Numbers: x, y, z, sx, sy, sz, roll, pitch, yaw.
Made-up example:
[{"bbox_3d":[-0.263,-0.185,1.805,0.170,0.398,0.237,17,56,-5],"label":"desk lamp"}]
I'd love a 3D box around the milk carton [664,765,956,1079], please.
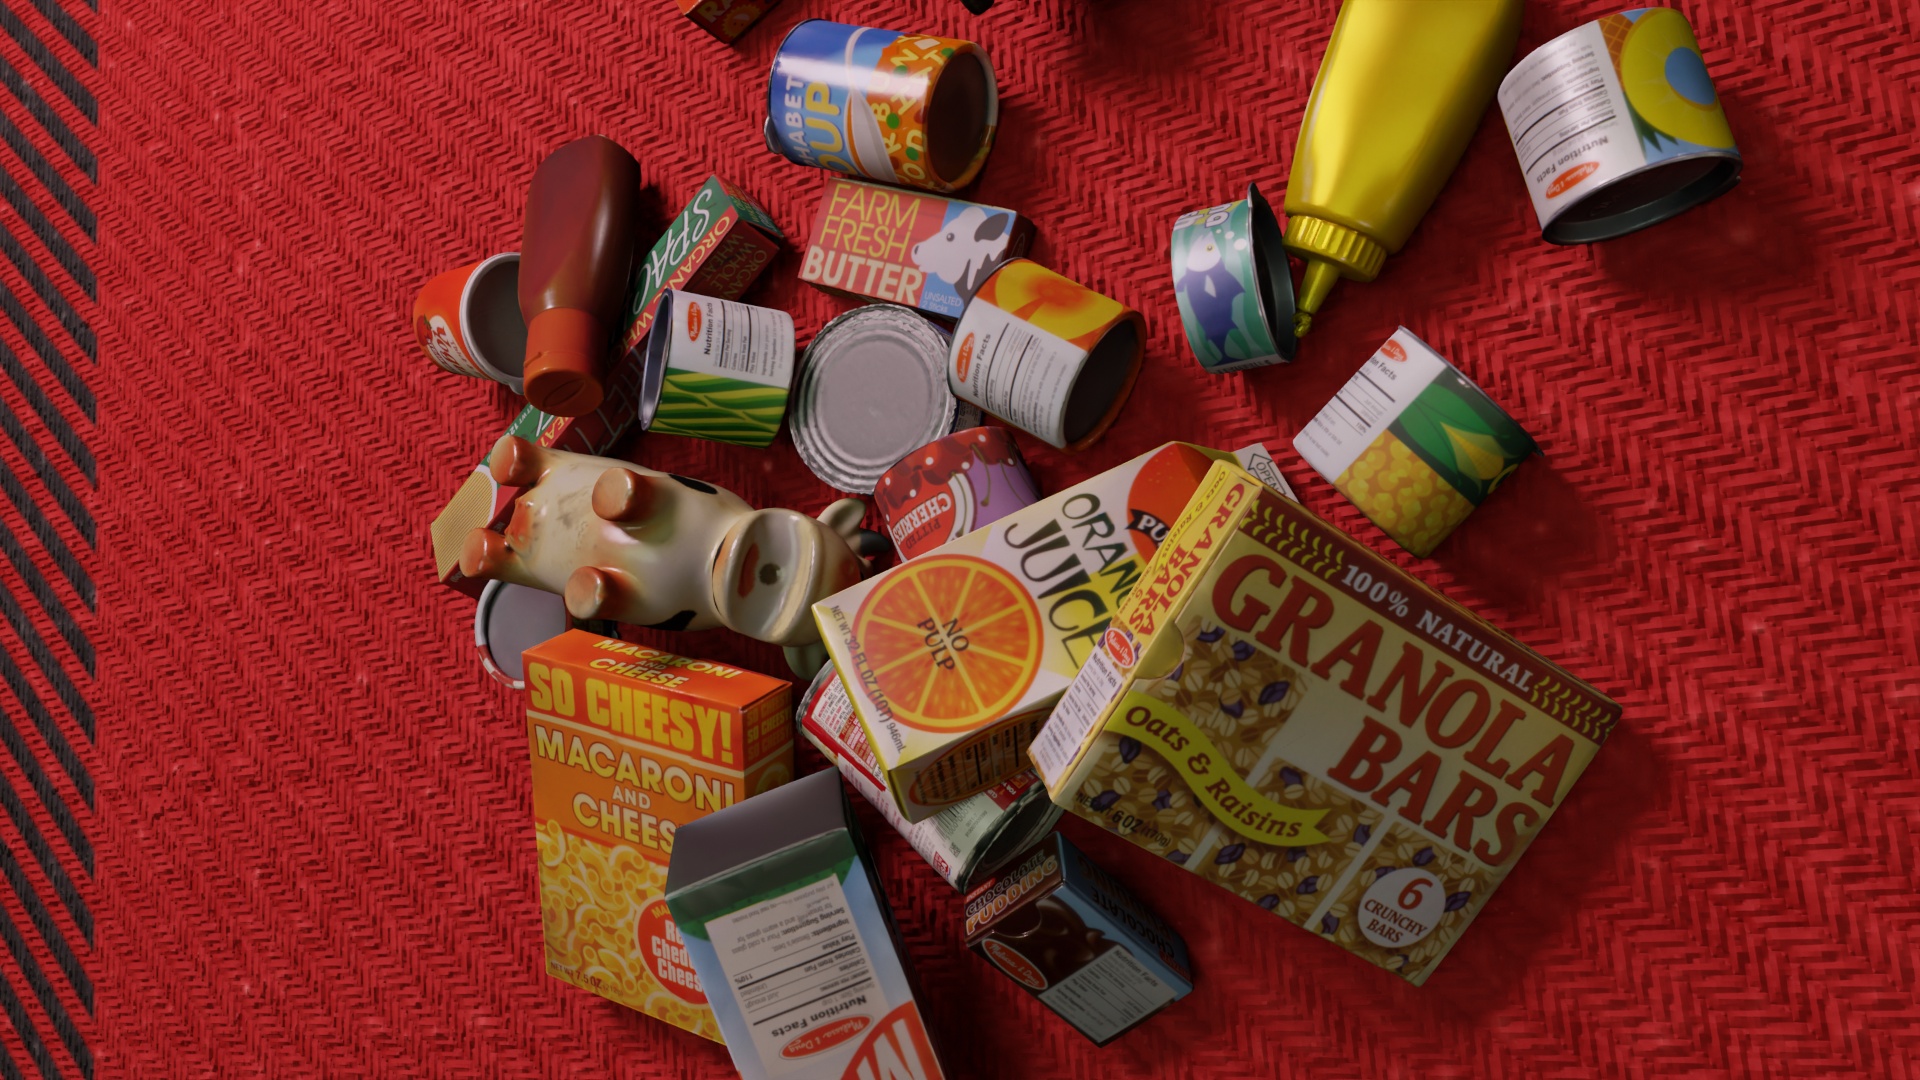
[{"bbox_3d":[-0.048,0.197,0.554,0.073,0.072,0.190,-20,101,-5],"label":"milk carton"}]

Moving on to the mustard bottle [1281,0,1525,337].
[{"bbox_3d":[0.160,-0.153,0.536,0.065,0.049,0.160,26,97,25],"label":"mustard bottle"}]

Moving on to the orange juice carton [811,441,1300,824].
[{"bbox_3d":[0.049,0.028,0.529,0.193,0.072,0.072,-24,64,-9],"label":"orange juice carton"}]

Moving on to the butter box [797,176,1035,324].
[{"bbox_3d":[-0.021,-0.131,0.636,0.103,0.024,0.053,17,92,26],"label":"butter box"}]

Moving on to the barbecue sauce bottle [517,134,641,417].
[{"bbox_3d":[-0.188,-0.128,0.677,0.064,0.043,0.149,-27,50,28],"label":"barbecue sauce bottle"}]

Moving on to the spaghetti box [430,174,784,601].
[{"bbox_3d":[-0.182,-0.074,0.697,0.249,0.028,0.050,-47,44,15],"label":"spaghetti box"}]

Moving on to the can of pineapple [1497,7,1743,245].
[{"bbox_3d":[0.233,-0.145,0.492,0.071,0.071,0.058,-18,77,24],"label":"can of pineapple"}]

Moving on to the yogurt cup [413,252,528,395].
[{"bbox_3d":[-0.245,-0.114,0.722,0.054,0.072,0.072,4,86,34],"label":"yogurt cup"}]

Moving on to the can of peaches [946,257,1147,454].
[{"bbox_3d":[0.038,-0.077,0.579,0.058,0.071,0.071,30,98,24],"label":"can of peaches"}]

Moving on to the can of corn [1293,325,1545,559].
[{"bbox_3d":[0.168,-0.034,0.511,0.058,0.071,0.071,-48,67,15],"label":"can of corn"}]

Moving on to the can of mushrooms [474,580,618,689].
[{"bbox_3d":[-0.209,0.043,0.704,0.071,0.033,0.071,-3,82,26],"label":"can of mushrooms"}]

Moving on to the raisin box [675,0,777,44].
[{"bbox_3d":[-0.099,-0.321,0.686,0.123,0.040,0.086,-35,72,17],"label":"raisin box"}]

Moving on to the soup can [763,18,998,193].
[{"bbox_3d":[-0.035,-0.194,0.624,0.084,0.071,0.071,18,93,26],"label":"soup can"}]

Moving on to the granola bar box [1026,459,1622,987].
[{"bbox_3d":[0.126,0.066,0.479,0.165,0.039,0.124,29,99,-17],"label":"granola bar box"}]

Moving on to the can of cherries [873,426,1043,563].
[{"bbox_3d":[0.002,-0.007,0.584,0.071,0.071,0.058,-30,72,20],"label":"can of cherries"}]

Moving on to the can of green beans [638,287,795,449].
[{"bbox_3d":[-0.113,-0.078,0.641,0.071,0.058,0.071,-170,89,-69],"label":"can of green beans"}]

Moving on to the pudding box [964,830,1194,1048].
[{"bbox_3d":[0.046,0.156,0.541,0.049,0.083,0.030,-39,25,19],"label":"pudding box"}]

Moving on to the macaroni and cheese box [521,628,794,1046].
[{"bbox_3d":[-0.134,0.132,0.625,0.124,0.040,0.165,10,109,26],"label":"macaroni and cheese box"}]

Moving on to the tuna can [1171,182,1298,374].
[{"bbox_3d":[0.108,-0.102,0.544,0.033,0.071,0.071,-9,81,26],"label":"tuna can"}]
